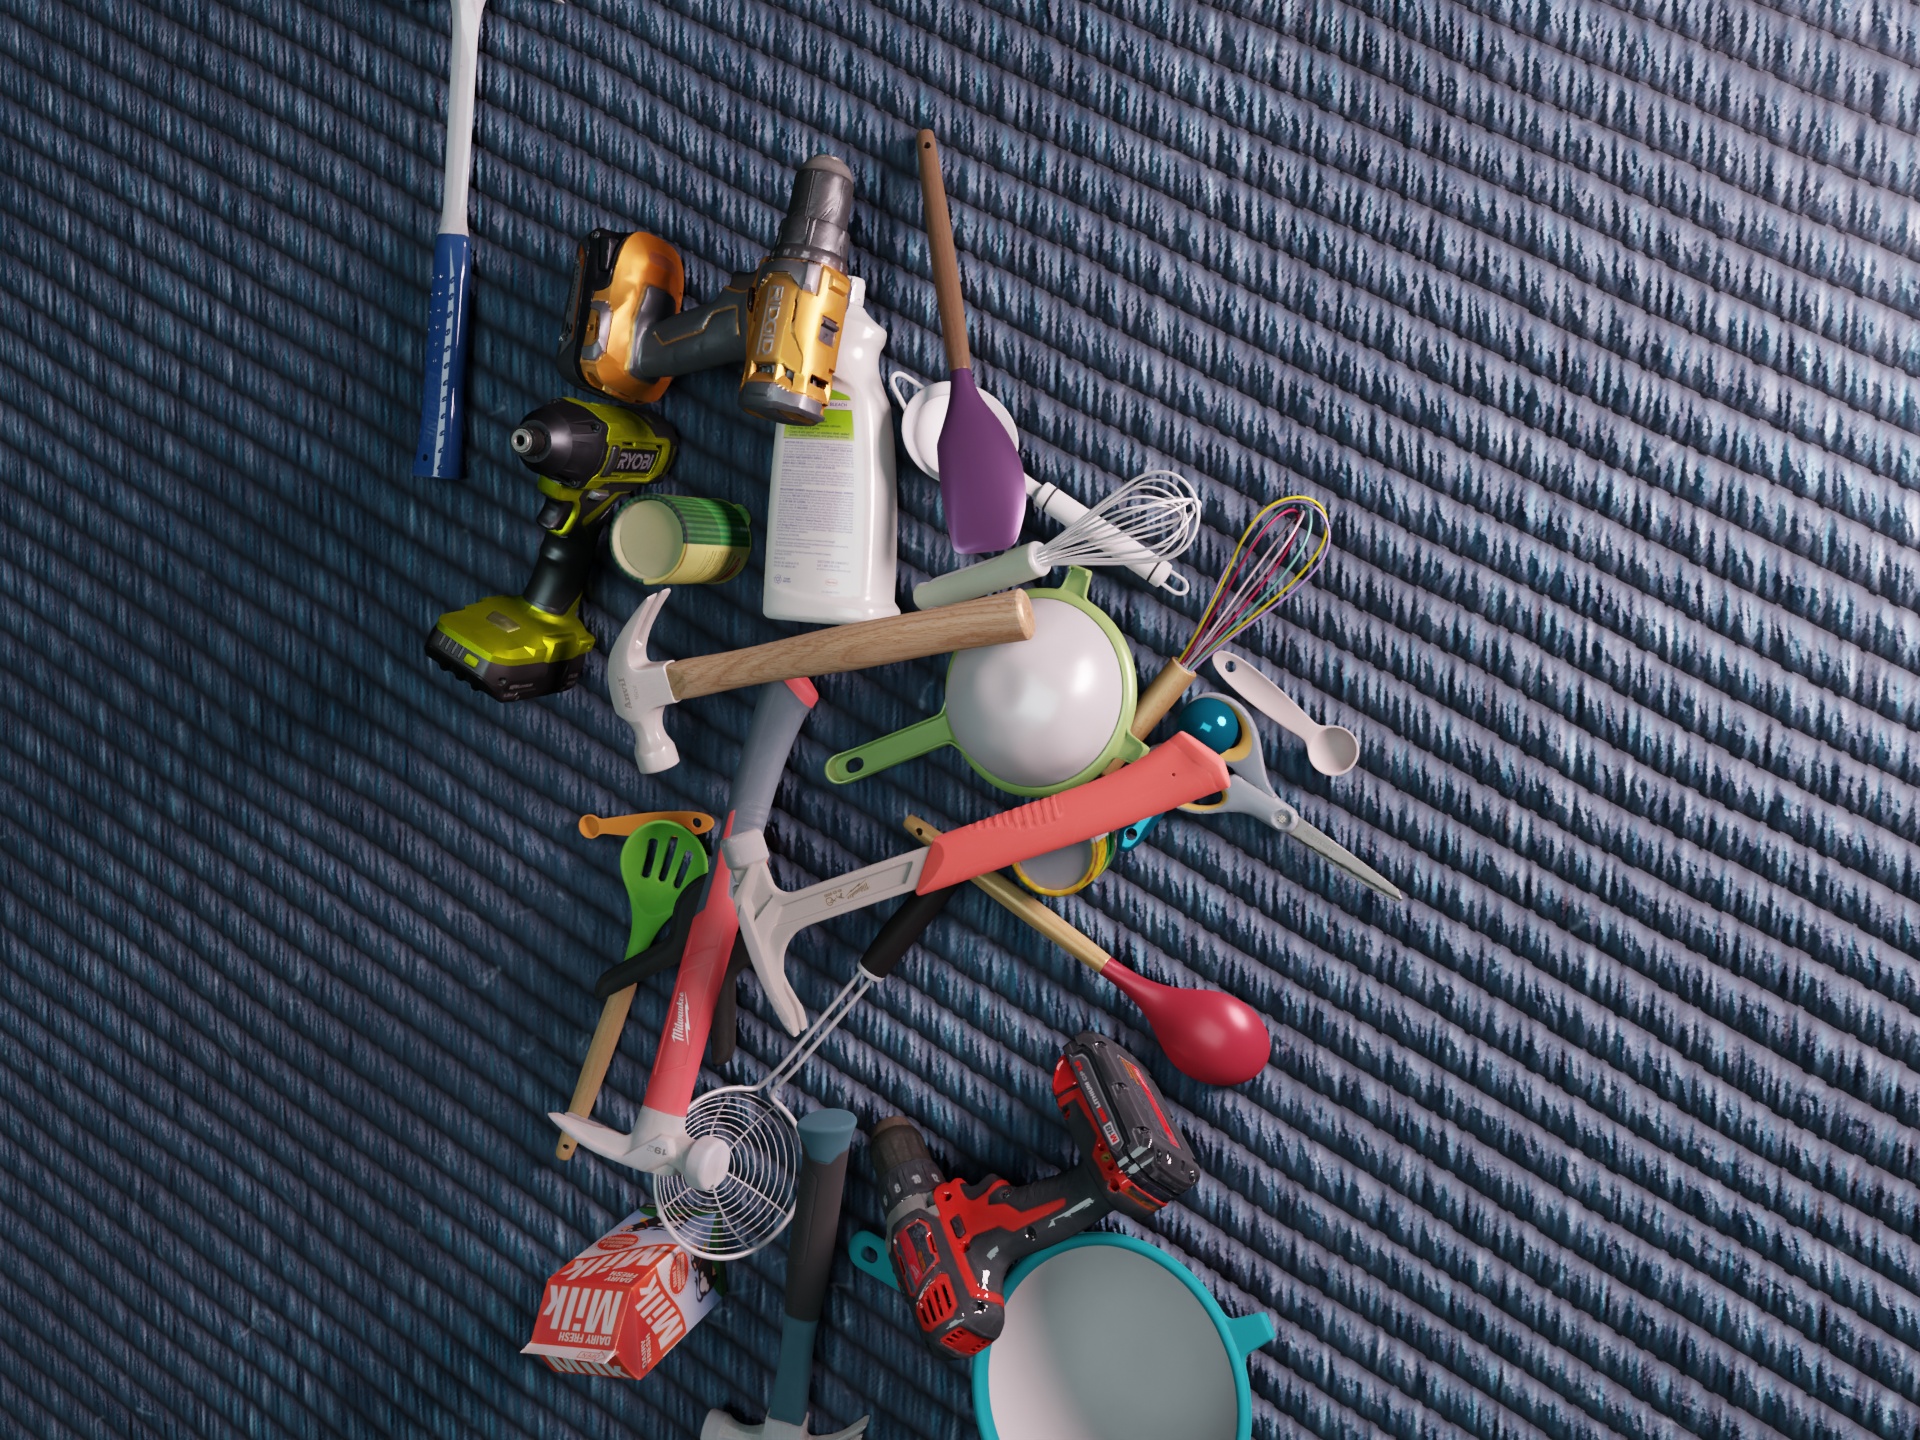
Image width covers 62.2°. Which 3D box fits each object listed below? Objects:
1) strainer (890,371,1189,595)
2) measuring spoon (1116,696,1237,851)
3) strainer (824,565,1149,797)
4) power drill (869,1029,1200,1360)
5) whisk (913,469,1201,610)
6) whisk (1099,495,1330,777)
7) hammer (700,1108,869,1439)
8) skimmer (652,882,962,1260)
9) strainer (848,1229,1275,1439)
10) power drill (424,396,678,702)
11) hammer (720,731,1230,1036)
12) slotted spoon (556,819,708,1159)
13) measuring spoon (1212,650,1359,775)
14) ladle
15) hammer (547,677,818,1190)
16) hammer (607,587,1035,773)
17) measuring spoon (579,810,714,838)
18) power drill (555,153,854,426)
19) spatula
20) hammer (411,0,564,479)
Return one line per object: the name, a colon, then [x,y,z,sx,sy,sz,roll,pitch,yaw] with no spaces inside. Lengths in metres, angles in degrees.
strainer: [0.053,-0.162,1.131,0.258,0.050,0.087,35,64,7]
measuring spoon: [0.146,0.040,1.108,0.042,0.021,0.128,36,101,13]
strainer: [-0.002,-0.004,1.138,0.256,0.069,0.151,-22,78,24]
power drill: [0.037,0.318,1.135,0.226,0.080,0.188,-39,43,11]
whisk: [0.061,-0.115,1.099,0.246,0.058,0.059,-15,90,39]
whisk: [0.166,-0.057,1.102,0.245,0.047,0.051,-53,48,20]
hammer: [-0.120,0.439,1.210,0.128,0.033,0.331,13,110,10]
skimmer: [-0.097,0.247,1.182,0.127,0.090,0.363,31,108,-25]
strainer: [0.070,0.453,1.162,0.341,0.095,0.211,18,89,35]
power drill: [-0.308,-0.131,1.185,0.080,0.171,0.223,30,106,13]
hammer: [0.014,0.098,1.097,0.359,0.036,0.149,-20,90,13]
slotted spoon: [-0.274,0.218,1.277,0.070,0.031,0.313,21,104,-3]
measuring spoon: [0.225,-0.008,1.105,0.124,0.018,0.034,42,105,18]
ladle: [0.085,0.161,1.157,0.315,0.031,0.069,35,104,14]
hammer: [-0.193,0.139,1.189,0.143,0.038,0.386,12,83,24]
hammer: [-0.106,-0.049,1.129,0.331,0.031,0.130,-10,104,22]
measuring spoon: [-0.249,0.082,1.268,0.117,0.011,0.021,-3,99,15]
power drill: [-0.175,-0.311,1.143,0.226,0.084,0.185,10,89,32]
spatula: [-0.001,-0.270,1.122,0.060,0.018,0.316,-8,80,-4]
hammer: [-0.396,-0.395,1.259,0.144,0.035,0.405,8,97,17]
